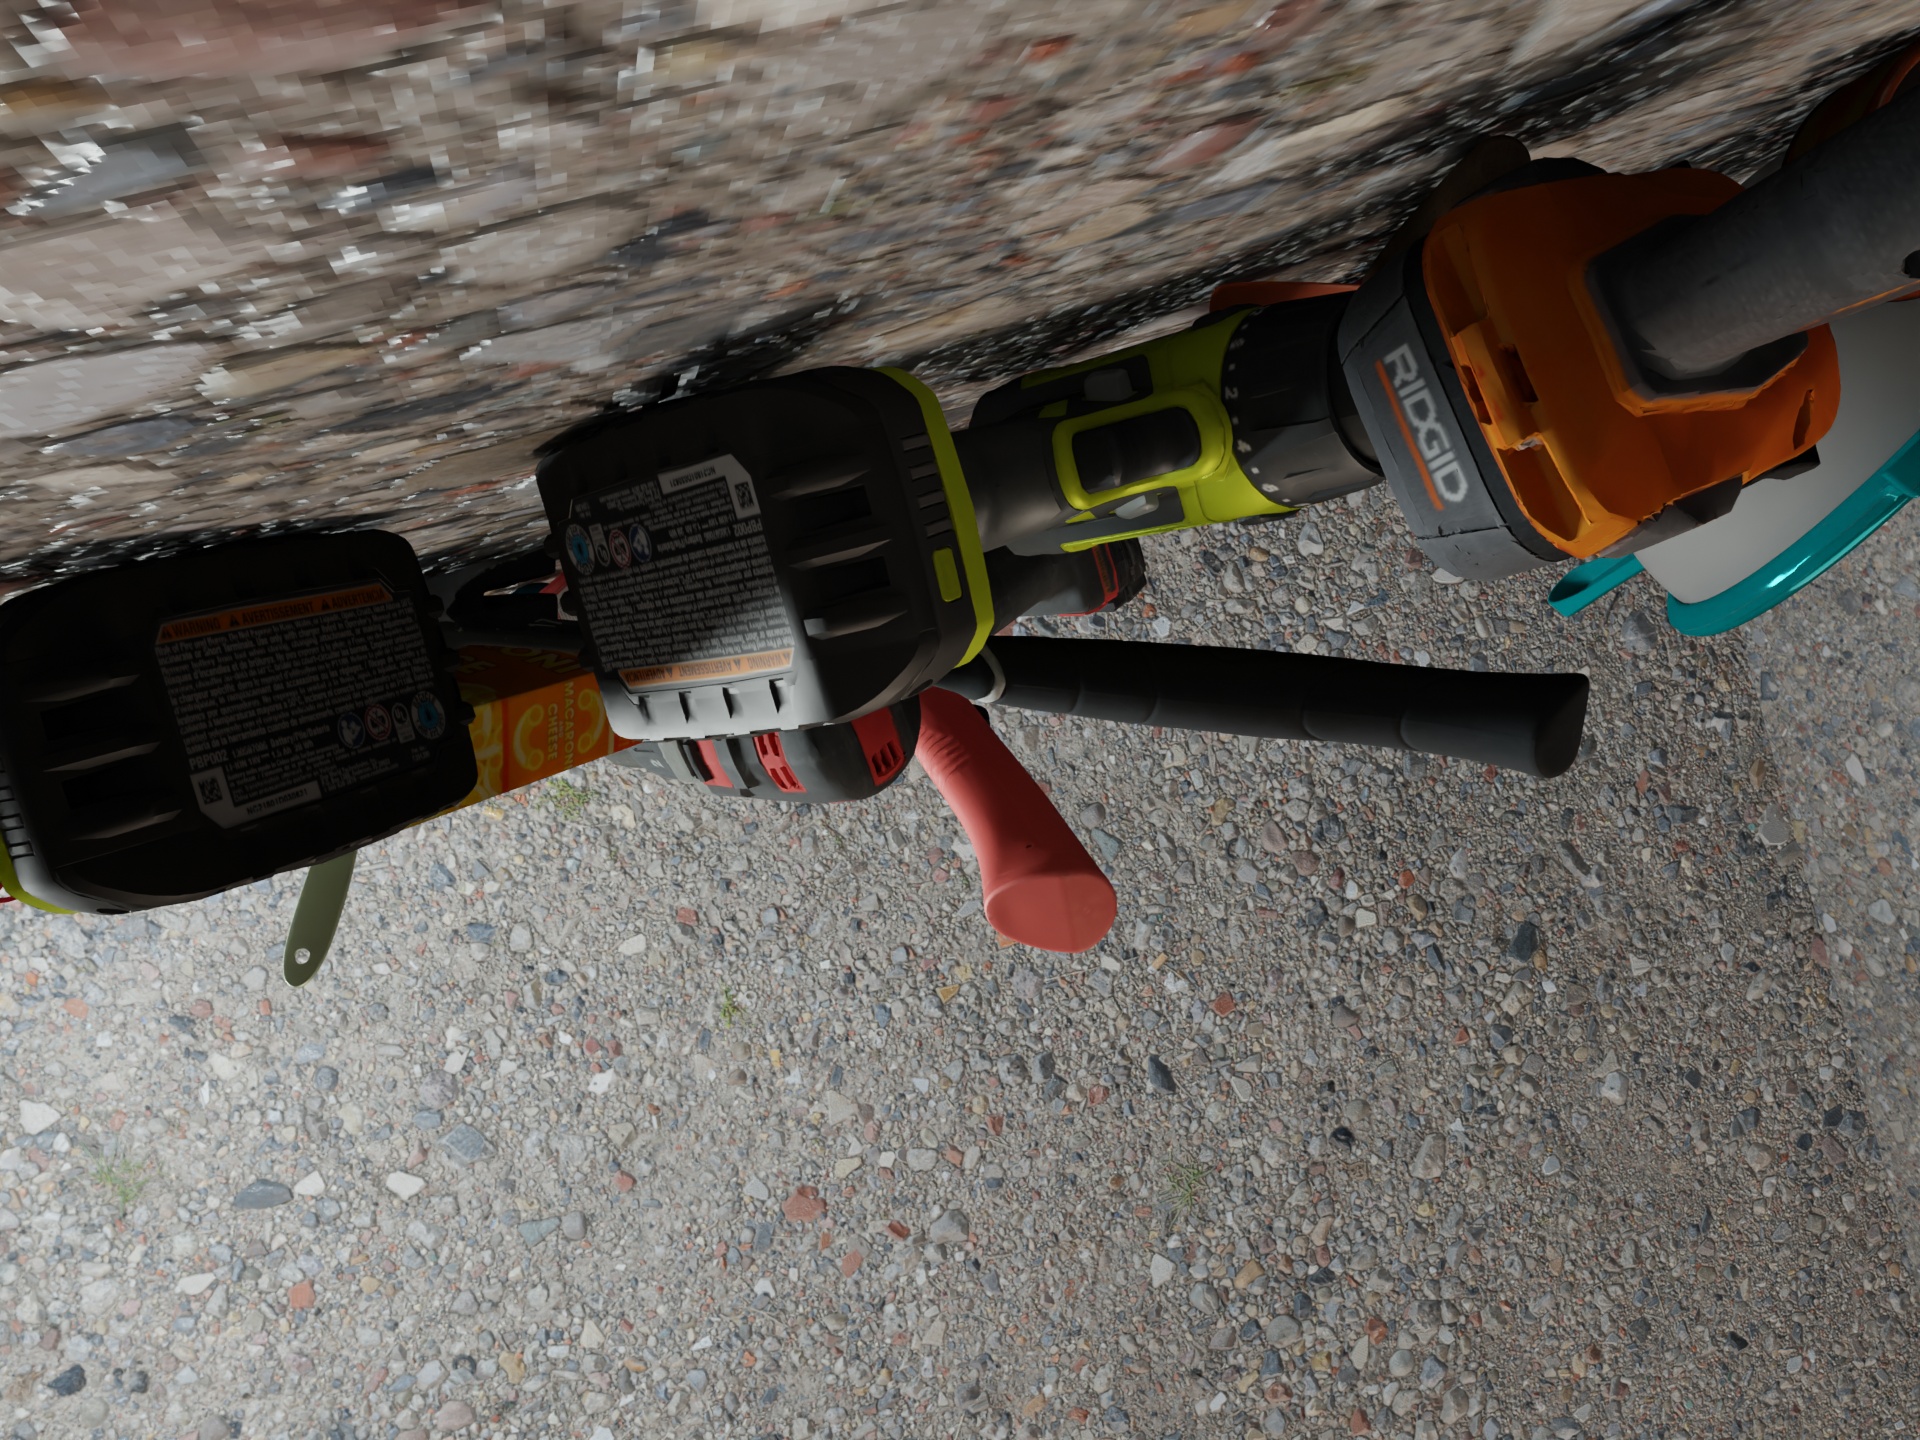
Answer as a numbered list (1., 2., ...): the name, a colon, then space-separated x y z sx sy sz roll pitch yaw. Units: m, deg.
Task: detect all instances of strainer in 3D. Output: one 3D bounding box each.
1. strainer: 0.289 -0.124 0.625 0.211 0.095 0.340 -50 176 -14

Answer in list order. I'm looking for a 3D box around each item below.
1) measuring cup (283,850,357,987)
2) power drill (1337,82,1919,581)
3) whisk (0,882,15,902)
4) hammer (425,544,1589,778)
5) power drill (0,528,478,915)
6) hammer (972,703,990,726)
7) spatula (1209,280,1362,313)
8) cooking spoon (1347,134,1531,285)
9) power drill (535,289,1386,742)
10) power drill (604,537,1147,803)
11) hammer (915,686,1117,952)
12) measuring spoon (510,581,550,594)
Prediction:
1. measuring cup: -0.289 0.038 0.735 0.083 0.168 0.038 8 160 1
2. power drill: 0.204 -0.108 0.303 0.164 0.084 0.226 -20 176 -34
3. whisk: -0.387 0.024 0.665 0.073 0.073 0.296 -18 -169 -14
4. hammer: -0.011 -0.018 0.519 0.409 0.036 0.149 5 -163 12
5. power drill: -0.260 0.017 0.418 0.223 0.080 0.171 -12 -173 21
6. hammer: -0.082 -0.035 0.930 0.127 0.034 0.337 -2 -164 -27
7. spatula: 0.105 -0.137 0.634 0.081 0.041 0.323 3 -170 -4
8. cooking spoon: 0.141 -0.144 0.515 0.069 0.017 0.319 -13 -175 8
9. power drill: 0.025 -0.067 0.427 0.228 0.080 0.190 -23 -168 -39
10. power drill: -0.046 -0.040 0.702 0.188 0.080 0.227 1 -149 46
11. hammer: -0.001 -0.002 0.736 0.149 0.036 0.359 -18 -153 -11
12. measuring spoon: -0.178 -0.071 0.753 0.128 0.021 0.042 -25 178 37
